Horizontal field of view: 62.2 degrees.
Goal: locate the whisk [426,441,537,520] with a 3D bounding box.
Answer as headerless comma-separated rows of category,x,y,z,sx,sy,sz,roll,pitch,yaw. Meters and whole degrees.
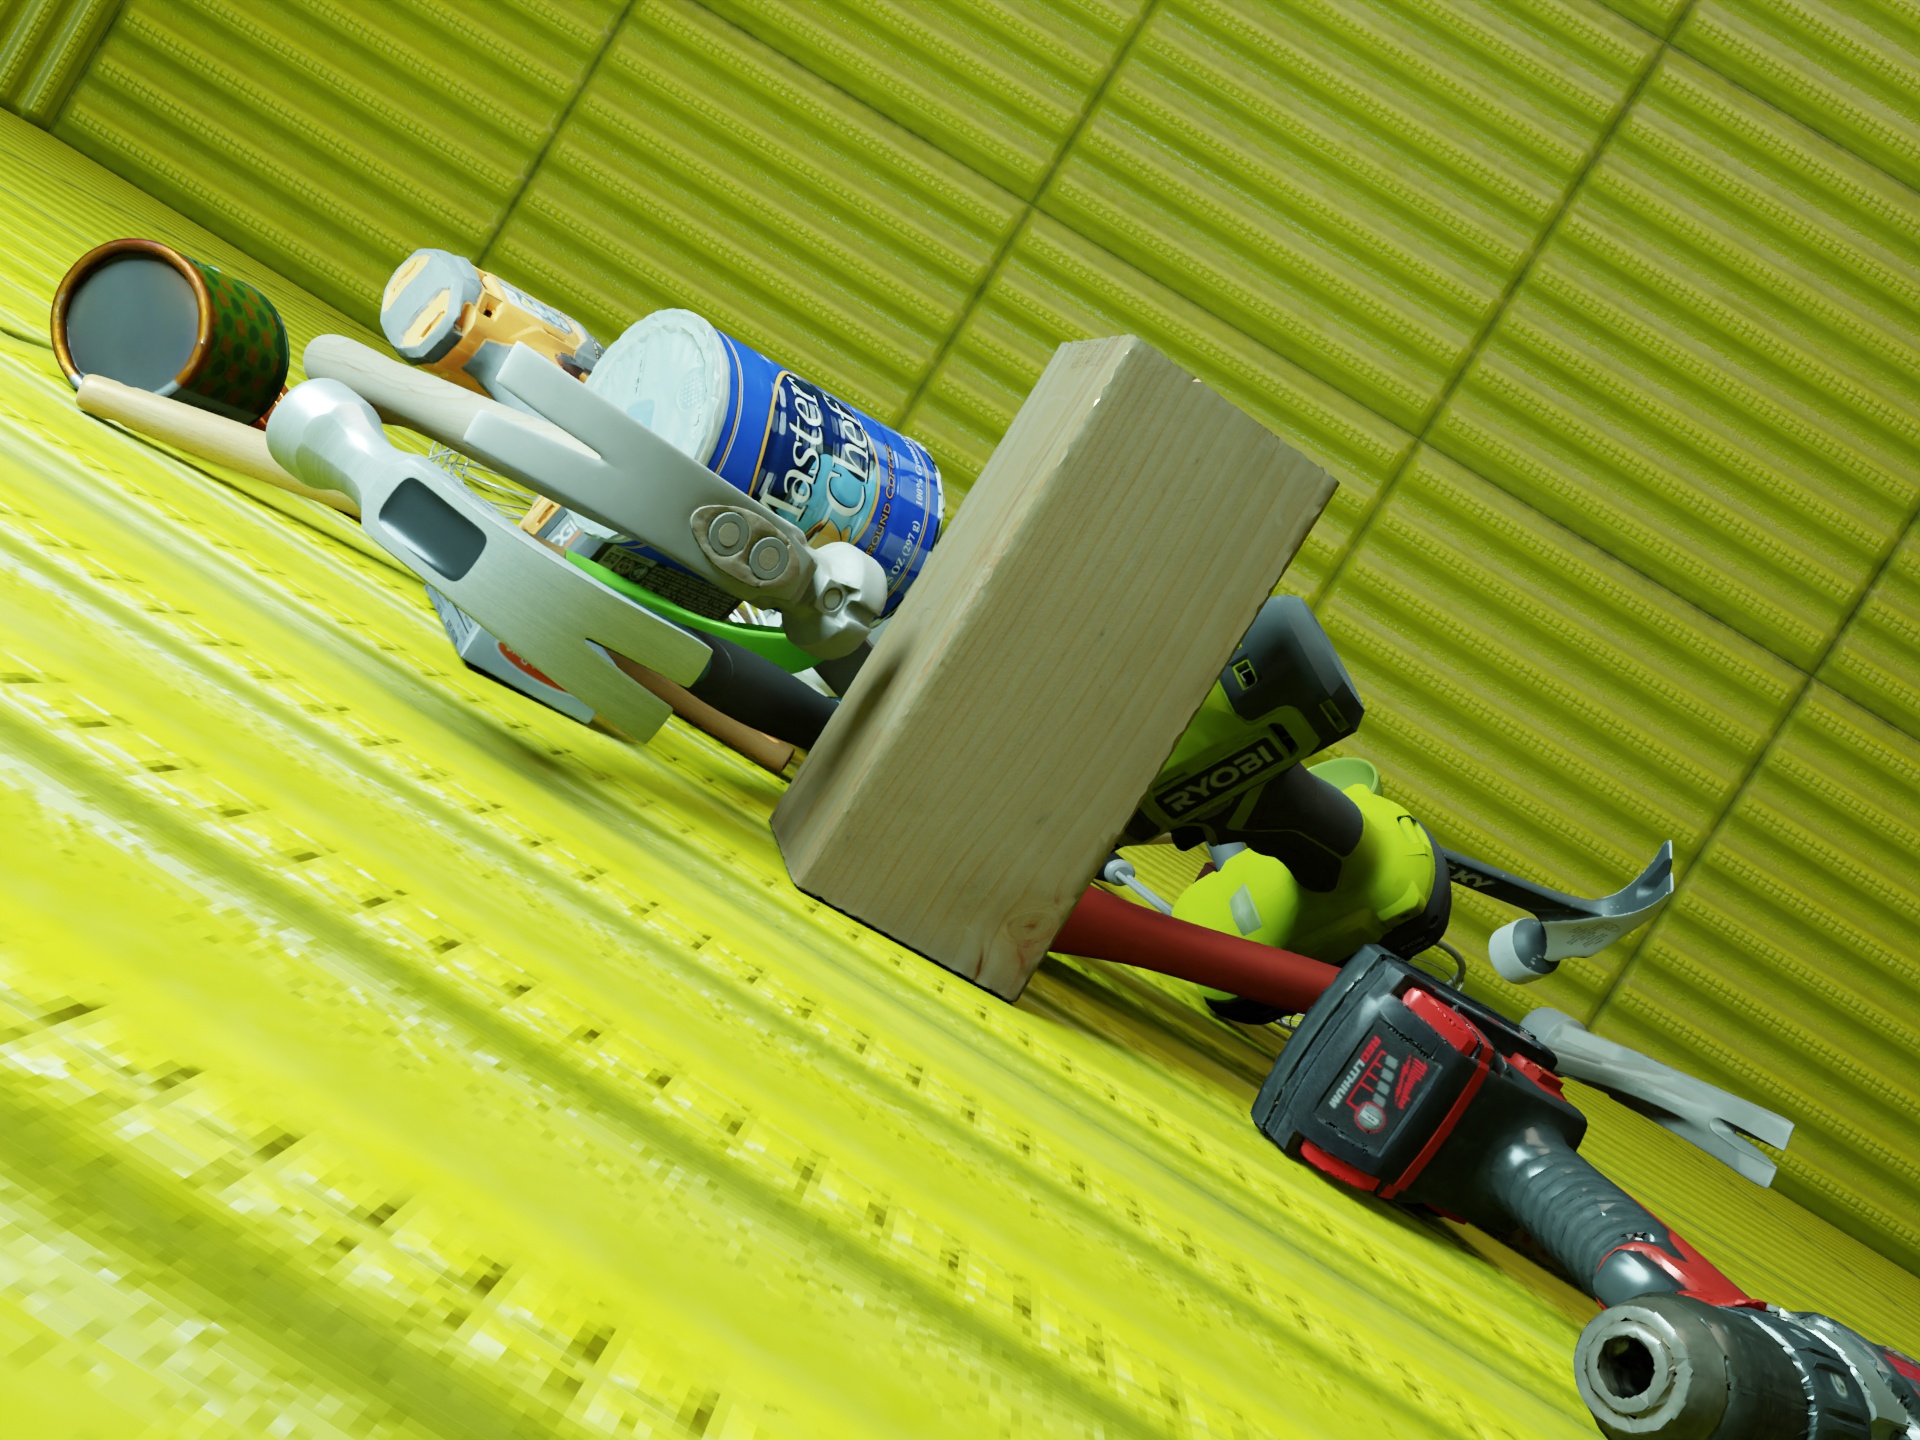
whisk,-0.197,-0.120,0.968,0.284,0.070,0.070,13,16,-46

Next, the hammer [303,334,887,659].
hammer,-0.194,-0.119,0.626,0.146,0.038,0.411,30,-3,-41

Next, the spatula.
spatula,-0.208,-0.076,0.704,0.322,0.041,0.081,32,2,-1

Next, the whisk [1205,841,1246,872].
whisk,0.165,0.070,1.033,0.239,0.055,0.055,67,10,10

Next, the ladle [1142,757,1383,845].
ladle,0.133,0.052,0.944,0.320,0.062,0.078,1,-2,-37

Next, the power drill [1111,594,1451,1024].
power drill,0.114,0.056,0.729,0.228,0.190,0.080,42,24,-45

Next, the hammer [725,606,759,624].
hammer,-0.183,-0.081,1.151,0.130,0.031,0.331,33,3,30

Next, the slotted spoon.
slotted spoon,-0.189,-0.072,0.649,0.313,0.031,0.070,20,-2,-29

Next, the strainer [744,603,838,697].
strainer,-0.049,0.001,1.051,0.258,0.050,0.087,36,-42,-9

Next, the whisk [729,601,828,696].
whisk,-0.103,-0.025,0.890,0.247,0.058,0.059,40,-26,45

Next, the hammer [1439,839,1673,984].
hammer,0.189,0.047,0.849,0.408,0.036,0.149,21,-32,-14

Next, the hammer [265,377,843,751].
hammer,-0.096,-0.022,0.575,0.128,0.033,0.330,37,1,20

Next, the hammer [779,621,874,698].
hammer,-0.002,-0.003,0.966,0.143,0.038,0.386,47,7,8

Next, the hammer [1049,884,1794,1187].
hammer,0.183,0.127,0.690,0.358,0.037,0.149,19,3,-23

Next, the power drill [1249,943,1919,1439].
power drill,0.192,0.163,0.500,0.187,0.080,0.227,29,7,-34

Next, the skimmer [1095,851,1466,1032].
skimmer,0.149,0.096,0.985,0.127,0.090,0.364,29,4,-36

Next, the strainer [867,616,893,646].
strainer,-0.097,-0.089,1.567,0.211,0.095,0.340,35,2,14

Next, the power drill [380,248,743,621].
power drill,-0.190,-0.137,0.842,0.226,0.084,0.185,55,18,28
